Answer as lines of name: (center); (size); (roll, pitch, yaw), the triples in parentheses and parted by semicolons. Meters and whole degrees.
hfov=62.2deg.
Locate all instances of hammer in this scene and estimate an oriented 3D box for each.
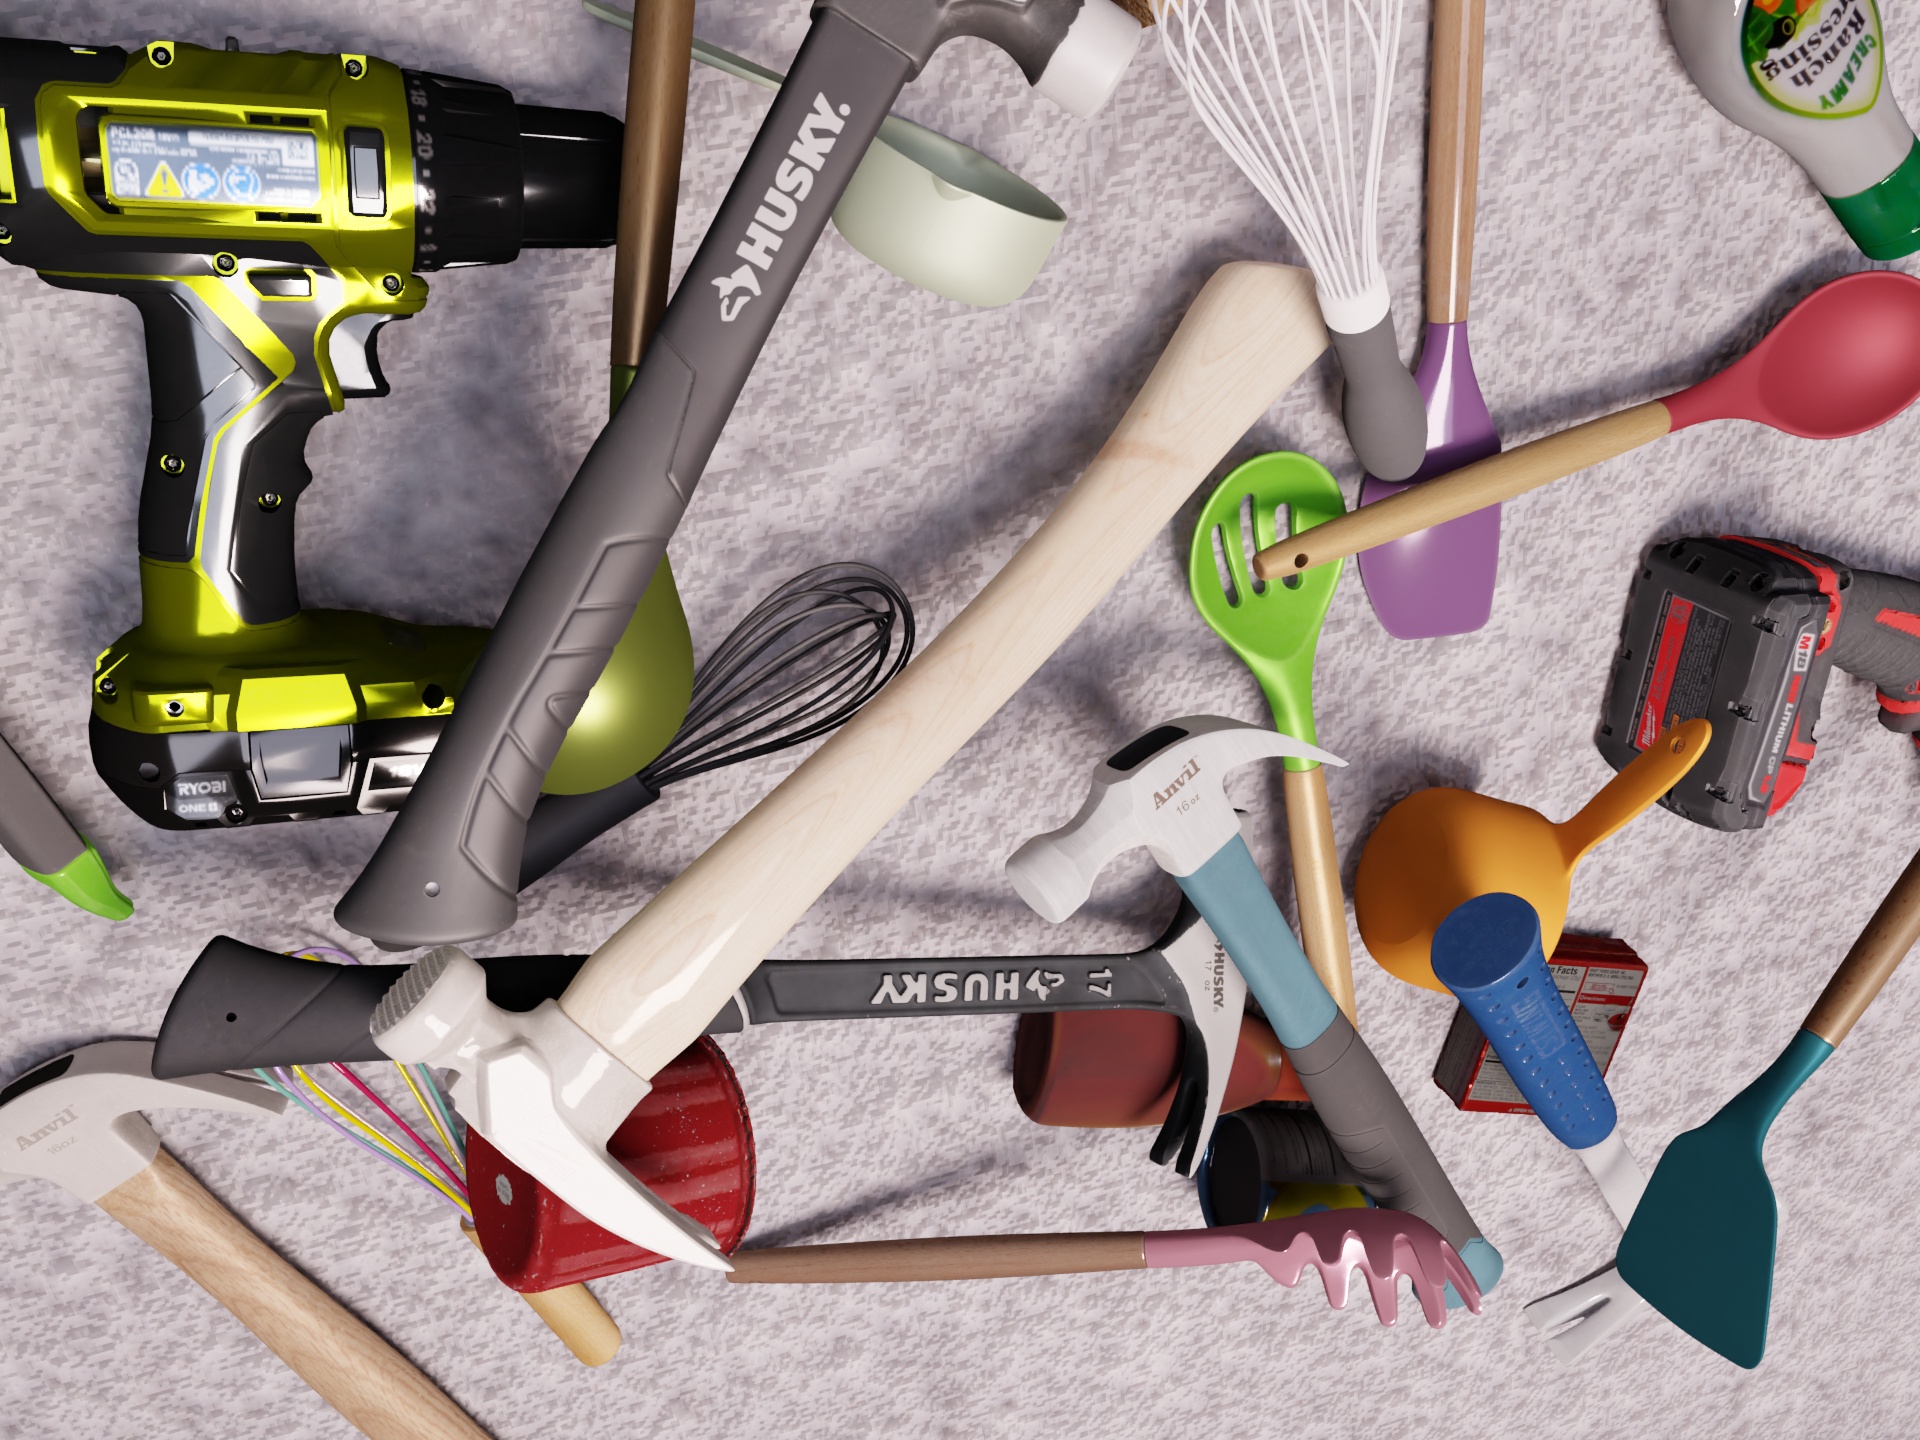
hammer: (-0.260, 0.255, 0.654); (0.130, 0.031, 0.331); (-33, 117, 0)
hammer: (0.145, 0.132, 0.645); (0.128, 0.033, 0.330); (-41, 118, -14)
hammer: (0.281, 0.191, 0.714); (0.144, 0.035, 0.405); (-38, 134, 4)
hammer: (-0.001, -0.002, 0.554); (0.410, 0.038, 0.146); (-47, 113, -11)
hammer: (-0.085, -0.089, 0.444); (0.146, 0.035, 0.335); (28, 88, -16)
hammer: (-0.067, 0.104, 0.583); (0.408, 0.036, 0.149); (2, 88, -24)

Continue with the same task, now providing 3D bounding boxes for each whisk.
whisk: (-0.121, 0.018, 0.586); (0.239, 0.055, 0.055); (-32, 117, 4)
whisk: (-0.203, 0.185, 0.632); (0.051, 0.047, 0.244); (-37, 122, -17)
whisk: (0.119, -0.157, 0.507); (0.070, 0.070, 0.284); (-38, 147, 2)

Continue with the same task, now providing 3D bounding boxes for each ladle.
ladle: (0.256, -0.110, 0.629); (0.315, 0.031, 0.069); (-20, 116, -12)
ladle: (-0.104, -0.133, 0.480); (0.078, 0.062, 0.320); (-3, 102, -51)

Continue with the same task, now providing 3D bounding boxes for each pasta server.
pasta server: (0.051, 0.230, 0.664); (0.316, 0.040, 0.060); (-6, 142, 12)

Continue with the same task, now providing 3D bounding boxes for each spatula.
spatula: (0.384, 0.119, 0.677); (0.044, 0.082, 0.317); (37, 88, -22)
spatula: (0.183, -0.177, 0.601); (0.060, 0.018, 0.315); (-6, 115, -2)

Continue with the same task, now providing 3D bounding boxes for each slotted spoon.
slotted spoon: (0.142, 0.043, 0.656); (0.070, 0.031, 0.313); (-16, 108, -14)

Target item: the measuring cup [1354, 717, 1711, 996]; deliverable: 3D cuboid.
measuring cup: (0.224, 0.047, 0.645); (0.052, 0.095, 0.173); (15, 138, -18)

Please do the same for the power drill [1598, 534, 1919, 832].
power drill: (0.403, -0.014, 0.701); (0.219, 0.079, 0.143); (-2, 113, -18)

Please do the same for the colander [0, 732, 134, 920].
colander: (-0.318, -0.099, 0.453); (0.094, 0.205, 0.396); (-46, 141, -31)

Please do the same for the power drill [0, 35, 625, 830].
power drill: (-0.192, -0.090, 0.502); (0.190, 0.080, 0.228); (-5, 111, -23)

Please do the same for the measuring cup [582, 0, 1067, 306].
measuring cup: (-0.048, -0.182, 0.516); (0.167, 0.083, 0.038); (23, 117, -6)
